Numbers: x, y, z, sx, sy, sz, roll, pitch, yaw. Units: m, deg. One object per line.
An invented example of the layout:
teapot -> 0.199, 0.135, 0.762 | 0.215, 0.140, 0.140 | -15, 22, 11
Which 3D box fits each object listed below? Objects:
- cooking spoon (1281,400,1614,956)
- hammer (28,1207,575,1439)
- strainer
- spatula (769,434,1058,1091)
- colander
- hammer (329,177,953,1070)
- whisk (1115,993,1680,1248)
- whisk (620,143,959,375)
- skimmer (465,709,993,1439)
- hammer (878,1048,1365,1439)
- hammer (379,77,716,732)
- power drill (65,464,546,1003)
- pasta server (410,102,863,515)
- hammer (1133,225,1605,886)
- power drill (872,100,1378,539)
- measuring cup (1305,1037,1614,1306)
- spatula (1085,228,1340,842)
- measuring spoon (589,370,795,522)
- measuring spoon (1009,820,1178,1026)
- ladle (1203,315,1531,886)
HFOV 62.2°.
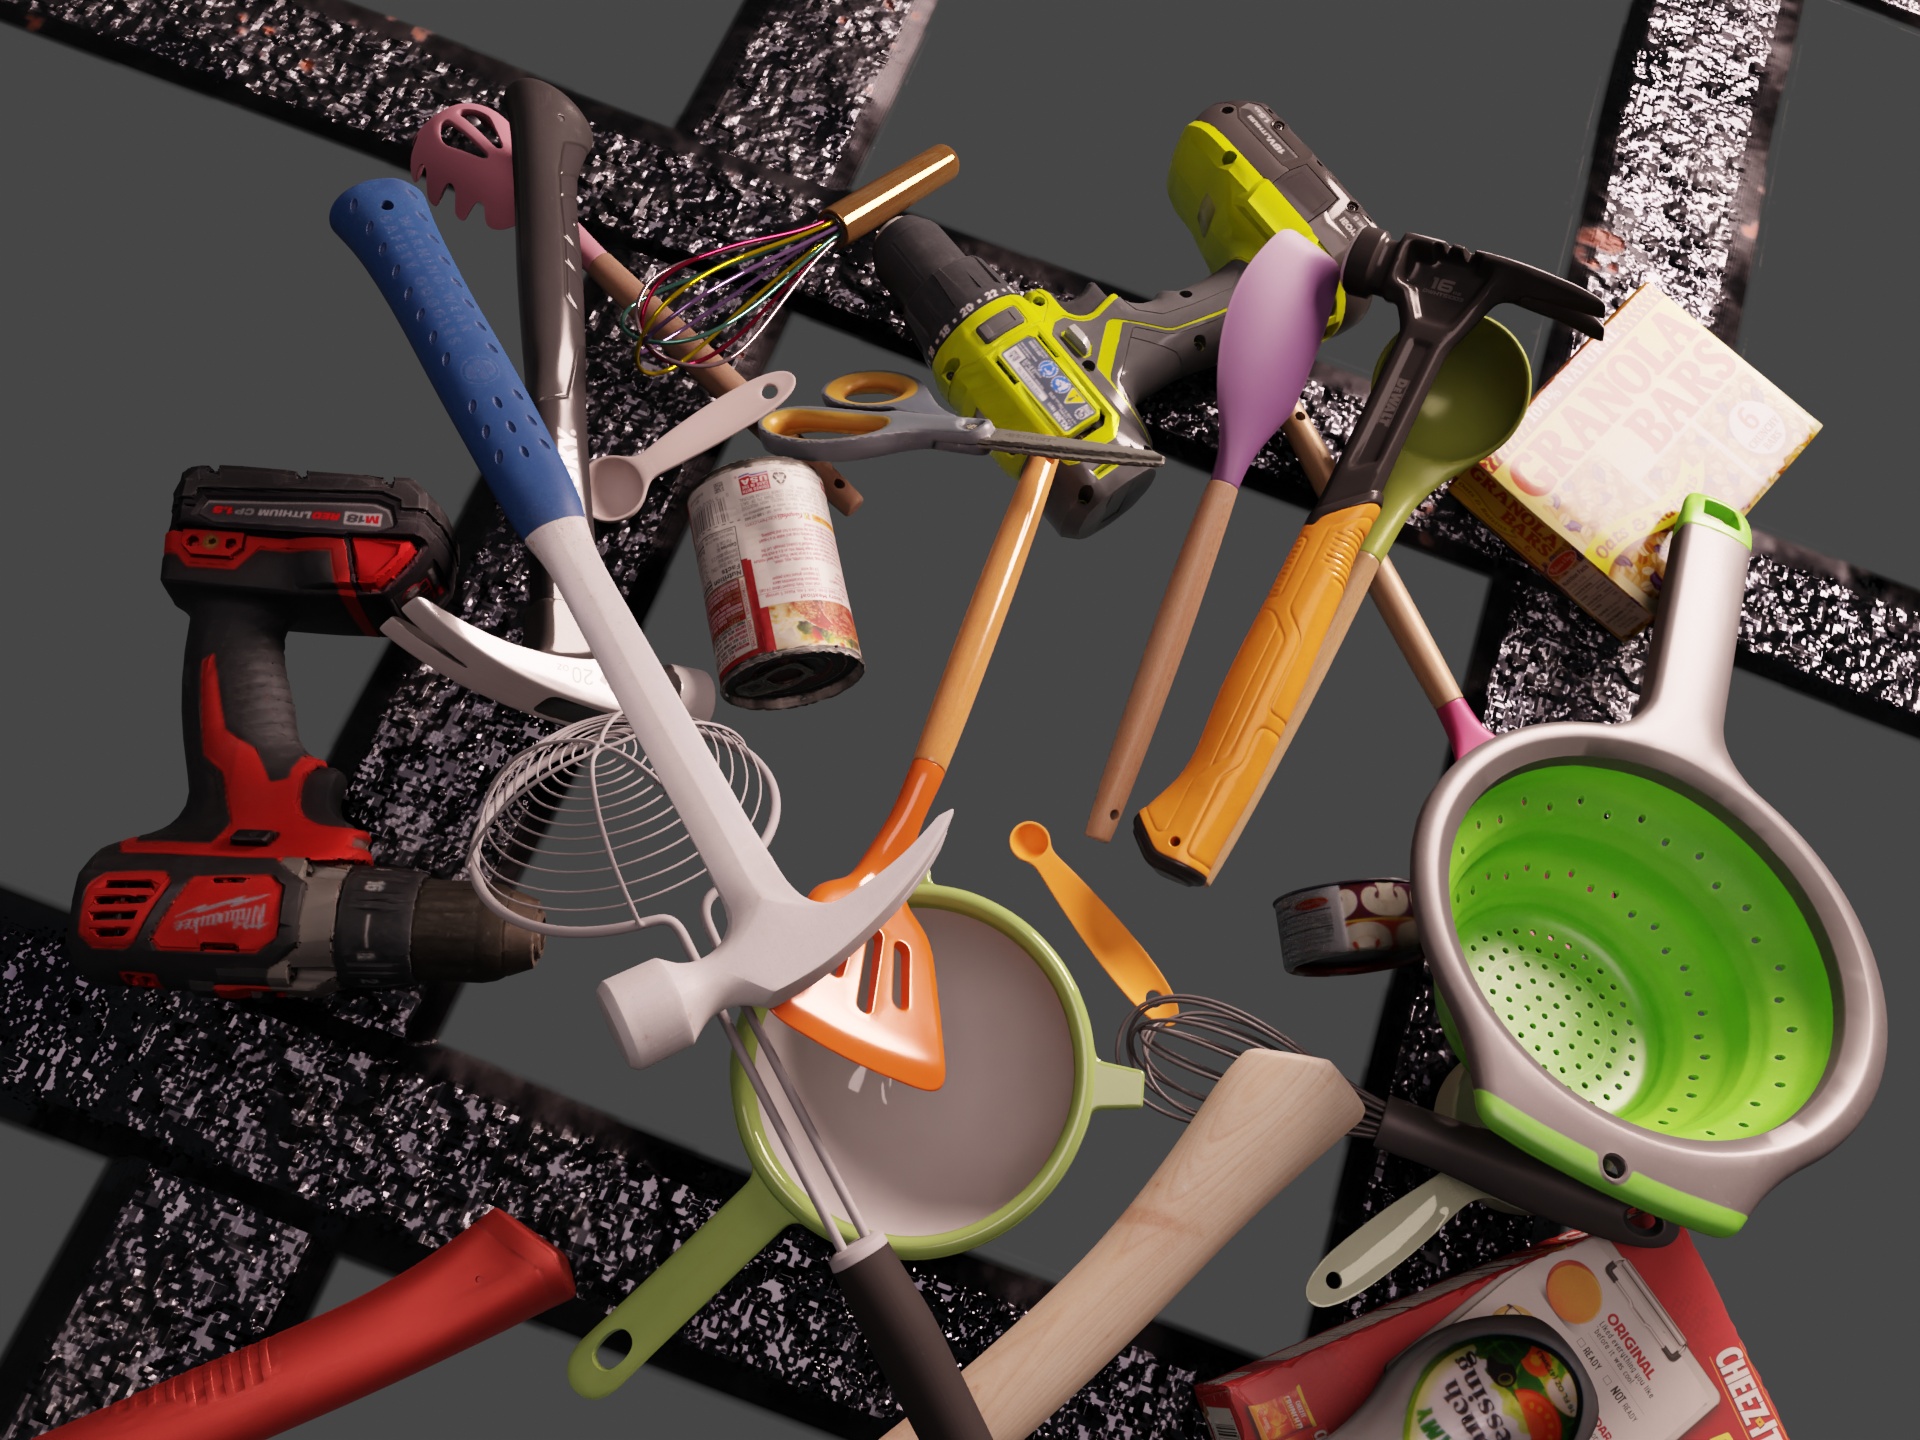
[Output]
cooking spoon -> 0.236, -0.031, 0.806 | 0.068, 0.017, 0.319 | -21, 74, -12
hammer -> -0.321, 0.289, 0.604 | 0.359, 0.036, 0.149 | -20, 73, -14
strainer -> -0.055, 0.185, 0.667 | 0.256, 0.069, 0.151 | -43, 72, -7
spatula -> -0.001, -0.002, 0.679 | 0.081, 0.041, 0.323 | 31, 60, -19
colander -> 0.303, 0.050, 0.727 | 0.204, 0.094, 0.397 | 25, 55, 4
hammer -> -0.151, -0.068, 0.635 | 0.144, 0.035, 0.406 | -24, 68, -21
whisk -> 0.180, 0.174, 0.676 | 0.239, 0.055, 0.055 | 17, 67, 18
whisk -> -0.081, -0.240, 0.814 | 0.051, 0.047, 0.245 | 19, 47, 33
skimmer -> -0.074, 0.153, 0.626 | 0.127, 0.090, 0.363 | -25, 80, -22
hammer -> 0.005, 0.283, 0.615 | 0.410, 0.038, 0.146 | -39, 80, -9
hammer -> -0.193, -0.158, 0.740 | 0.146, 0.035, 0.335 | 11, 63, -42
power drill -> -0.270, 0.010, 0.697 | 0.188, 0.080, 0.227 | 3, 72, -6
pasta server -> -0.167, -0.213, 0.821 | 0.316, 0.040, 0.060 | 44, 70, 5
hammer -> 0.178, -0.073, 0.750 | 0.127, 0.034, 0.337 | 24, 83, 24
power drill -> 0.085, -0.225, 0.830 | 0.228, 0.080, 0.191 | -34, 78, -15
measuring cup -> 0.214, 0.207, 0.705 | 0.167, 0.038, 0.083 | -31, 76, -15
spatula -> 0.117, -0.091, 0.771 | 0.059, 0.018, 0.316 | 23, 83, -29
measuring spoon -> -0.134, -0.136, 0.791 | 0.124, 0.018, 0.034 | -34, 78, -9
measuring spoon -> 0.062, 0.096, 0.743 | 0.021, 0.011, 0.117 | -36, 81, -17
ladle -> 0.188, -0.063, 0.778 | 0.078, 0.062, 0.320 | 26, 76, 18
